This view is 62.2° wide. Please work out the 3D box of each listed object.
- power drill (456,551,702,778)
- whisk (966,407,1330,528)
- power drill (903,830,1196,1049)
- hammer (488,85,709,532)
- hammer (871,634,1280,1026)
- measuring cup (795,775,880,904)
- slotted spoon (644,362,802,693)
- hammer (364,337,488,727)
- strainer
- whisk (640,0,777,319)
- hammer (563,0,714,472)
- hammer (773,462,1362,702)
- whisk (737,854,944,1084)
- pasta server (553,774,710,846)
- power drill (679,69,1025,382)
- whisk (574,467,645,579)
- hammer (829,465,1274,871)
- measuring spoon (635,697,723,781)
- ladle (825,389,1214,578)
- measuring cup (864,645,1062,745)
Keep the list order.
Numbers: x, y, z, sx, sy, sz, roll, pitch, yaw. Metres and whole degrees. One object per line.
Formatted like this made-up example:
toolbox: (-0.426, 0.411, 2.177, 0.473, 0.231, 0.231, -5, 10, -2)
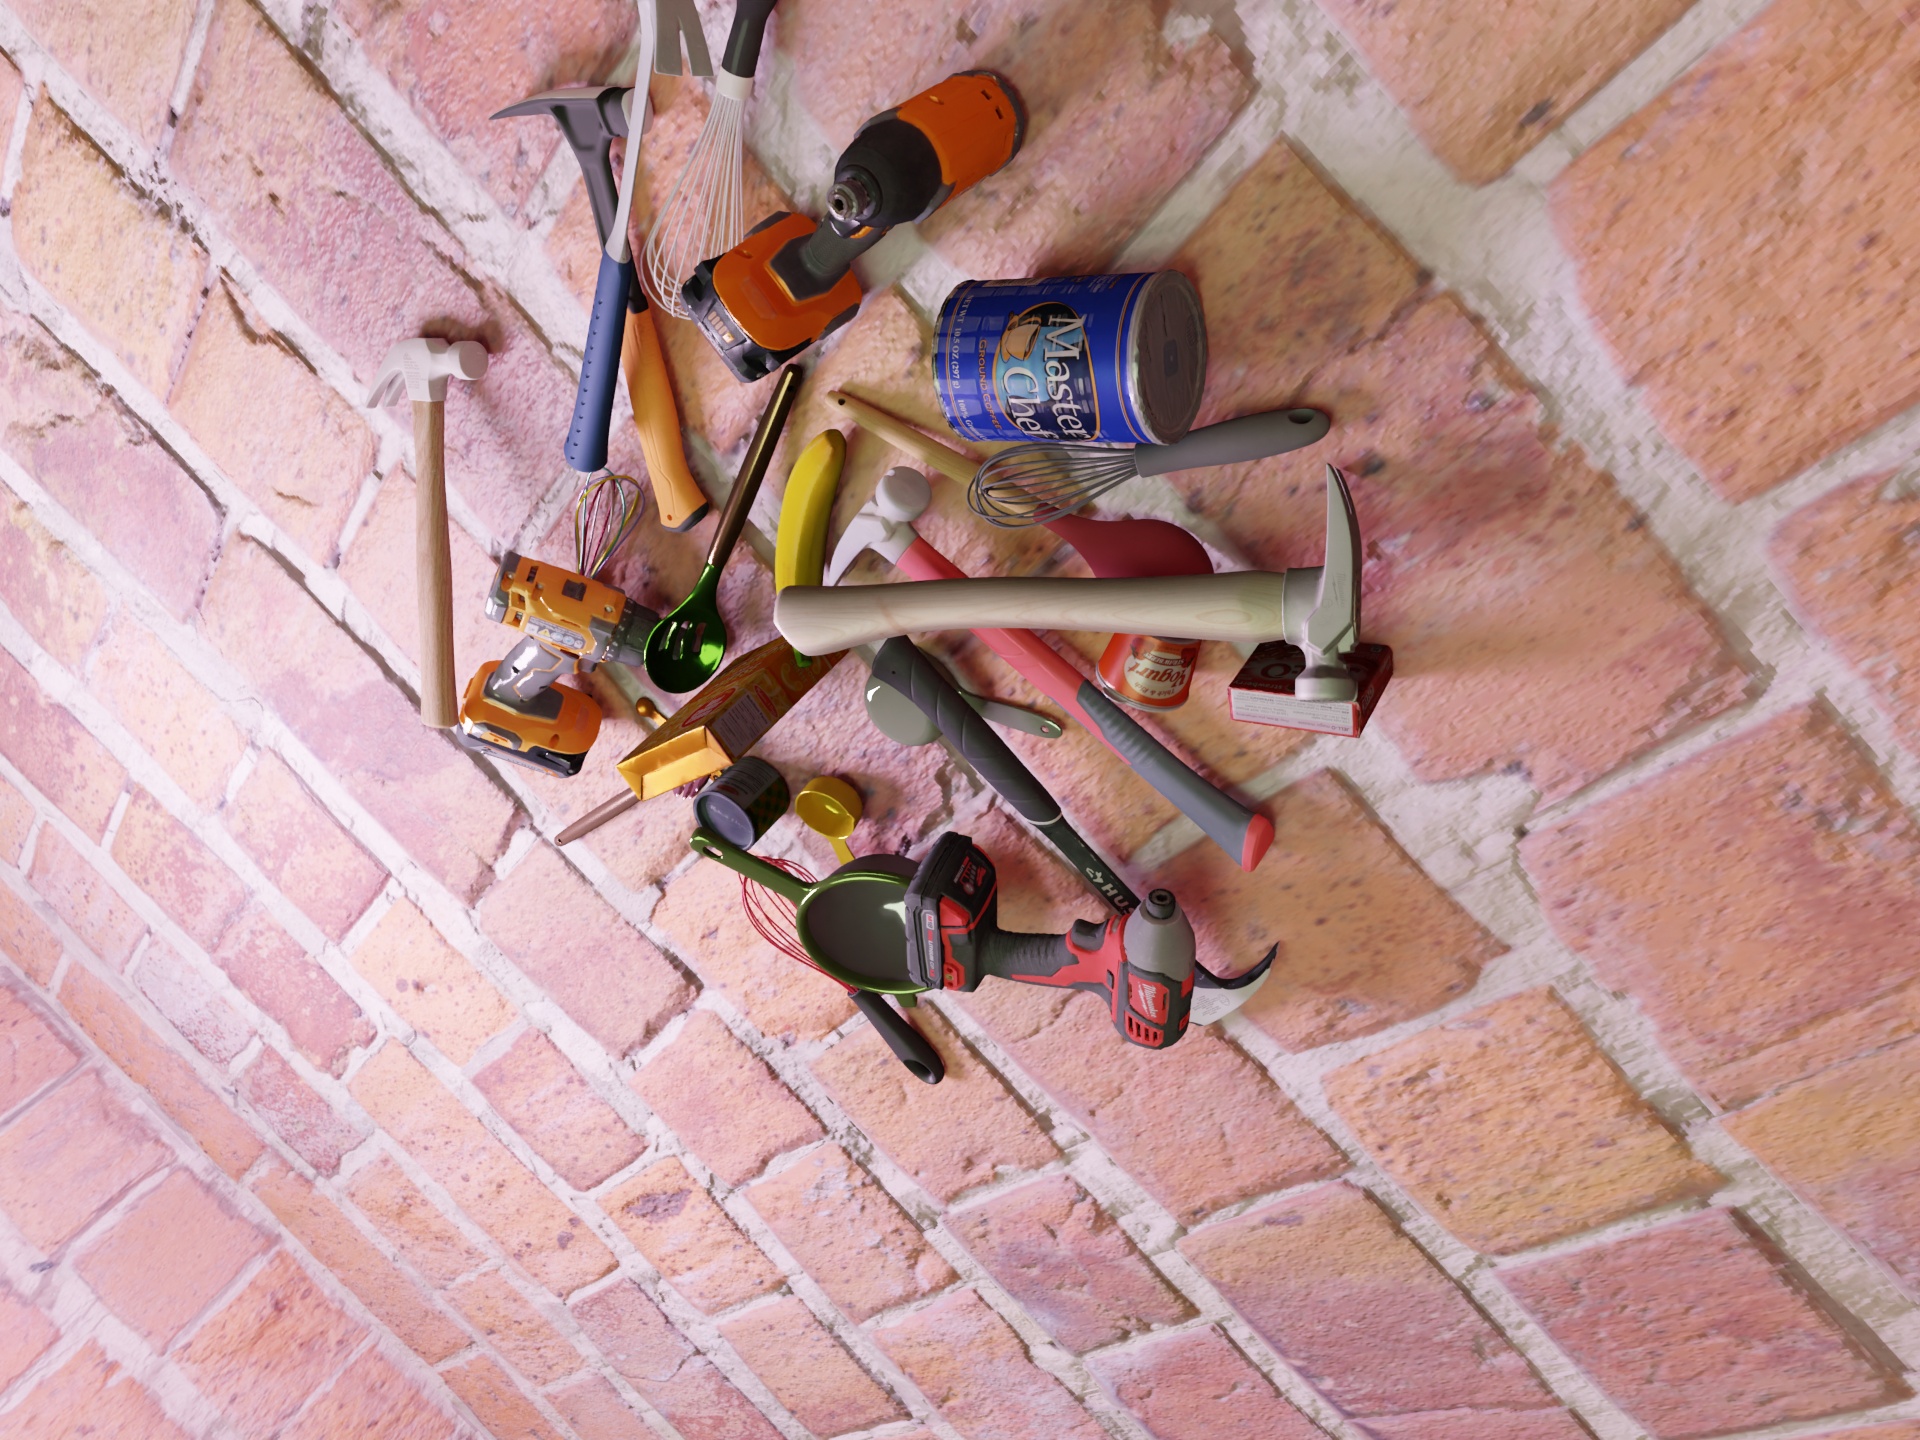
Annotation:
power drill: (-0.335, -0.040, 1.391, 0.185, 0.084, 0.226, 20, 139, -16)
whisk: (0.115, -0.164, 1.011, 0.239, 0.055, 0.055, -9, 117, 22)
power drill: (0.073, 0.166, 1.217, 0.220, 0.079, 0.143, 13, 131, 17)
hammer: (-0.252, -0.298, 1.193, 0.127, 0.034, 0.336, 10, 126, 28)
hammer: (0.079, 0.085, 1.222, 0.408, 0.036, 0.149, 47, 133, -13)
measuring cup: (-0.096, 0.109, 1.399, 0.062, 0.029, 0.156, 4, 135, 31)
slotted spoon: (-0.181, -0.144, 1.240, 0.313, 0.070, 0.031, -61, 41, 35)
hammer: (-0.453, -0.157, 1.359, 0.130, 0.031, 0.331, 11, 106, 34)
strainer: (-0.108, 0.140, 1.363, 0.256, 0.069, 0.151, 28, 130, -10)
whisk: (-0.157, -0.391, 1.048, 0.070, 0.070, 0.284, 32, 129, 10)
hammer: (-0.231, -0.324, 1.080, 0.405, 0.035, 0.144, 115, 141, -48)
hammer: (0.058, -0.087, 1.057, 0.411, 0.038, 0.146, 1, 90, 26)
whisk: (-0.107, 0.234, 1.473, 0.073, 0.073, 0.295, -22, 114, 42)
pasta server: (-0.318, 0.076, 1.503, 0.316, 0.040, 0.060, -28, 96, 47)
power drill: (-0.077, -0.301, 0.983, 0.226, 0.164, 0.084, -27, 105, 45)
whisk: (-0.323, -0.130, 1.360, 0.051, 0.047, 0.245, 38, 138, 3)
hammer: (0.069, -0.020, 1.171, 0.386, 0.038, 0.143, 41, 147, -2)
measuring spoon: (-0.253, 0.023, 1.445, 0.117, 0.011, 0.021, 44, 135, -2)
ladle: (0.034, -0.158, 1.100, 0.315, 0.031, 0.069, 31, 90, 18)
measuring cup: (-0.002, -0.004, 1.235, 0.168, 0.038, 0.083, 16, 129, 27)
